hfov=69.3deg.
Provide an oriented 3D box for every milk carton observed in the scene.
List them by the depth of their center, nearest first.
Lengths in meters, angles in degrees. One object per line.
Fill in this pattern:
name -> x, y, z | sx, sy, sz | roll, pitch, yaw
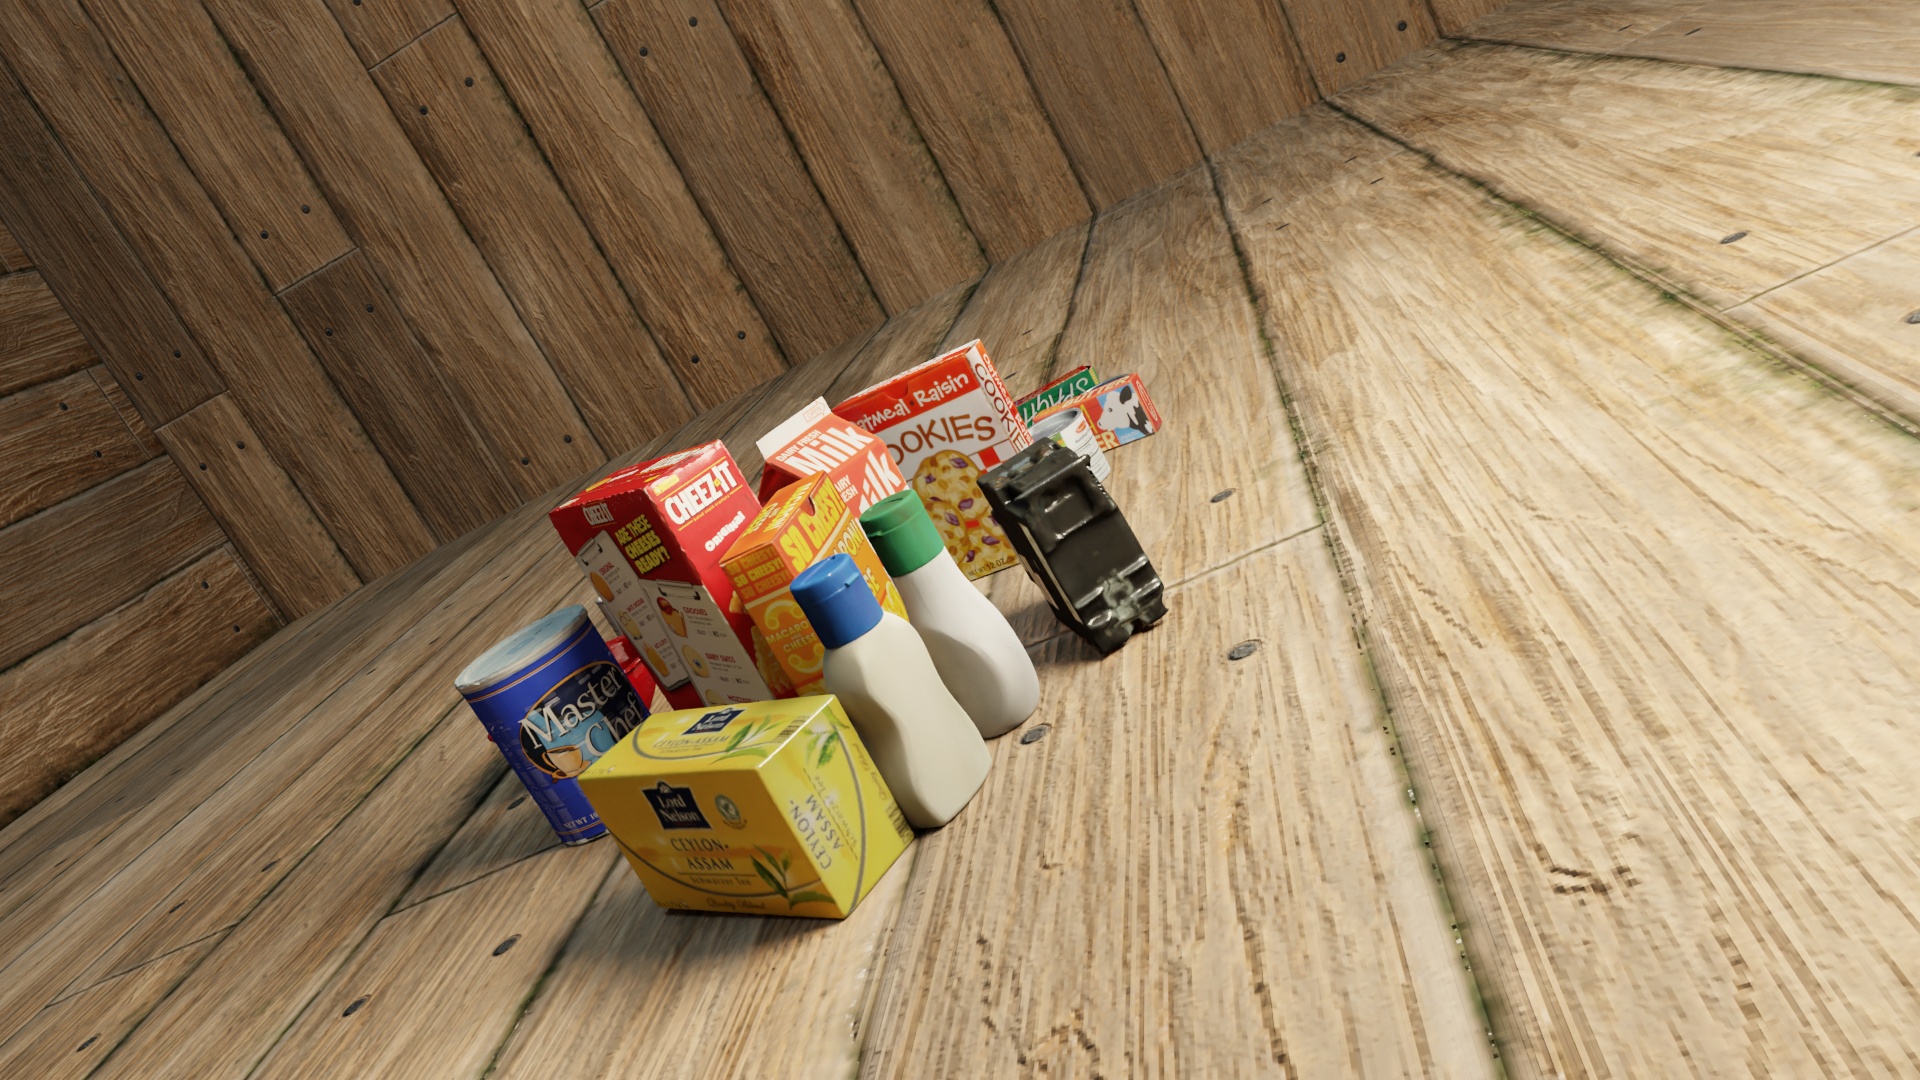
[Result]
milk carton -> -0.073, -0.002, 0.970 | 0.073, 0.190, 0.073 | -13, 22, 46

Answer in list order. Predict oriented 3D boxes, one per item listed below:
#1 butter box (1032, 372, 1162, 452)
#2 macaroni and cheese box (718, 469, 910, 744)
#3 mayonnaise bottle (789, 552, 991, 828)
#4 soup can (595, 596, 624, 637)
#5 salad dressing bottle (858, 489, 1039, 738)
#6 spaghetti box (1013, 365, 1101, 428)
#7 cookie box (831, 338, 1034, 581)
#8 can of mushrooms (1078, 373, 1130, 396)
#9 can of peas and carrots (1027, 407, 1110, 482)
butter box -> 0.119, -0.104, 1.221 | 0.103, 0.053, 0.024 | -19, 18, 31
macaroni and cheese box -> -0.069, 0.053, 0.831 | 0.040, 0.166, 0.124 | -24, 16, 17
mayonnaise bottle -> -0.039, 0.077, 0.734 | 0.041, 0.147, 0.065 | -16, 20, 40
soup can -> -0.292, 0.074, 1.314 | 0.071, 0.083, 0.071 | -27, 15, 8
salad dressing bottle -> -0.007, 0.042, 0.795 | 0.064, 0.147, 0.044 | -13, 22, 47
spaghetti box -> 0.026, -0.091, 1.346 | 0.250, 0.050, 0.029 | -29, 15, 0
cookie box -> -0.004, -0.054, 1.058 | 0.122, 0.167, 0.040 | -21, 17, 27
can of mushrooms -> 0.136, -0.124, 1.293 | 0.071, 0.033, 0.071 | -27, 15, 8
can of peas and carrots -> 0.082, -0.069, 1.163 | 0.071, 0.058, 0.071 | -27, 15, 8
